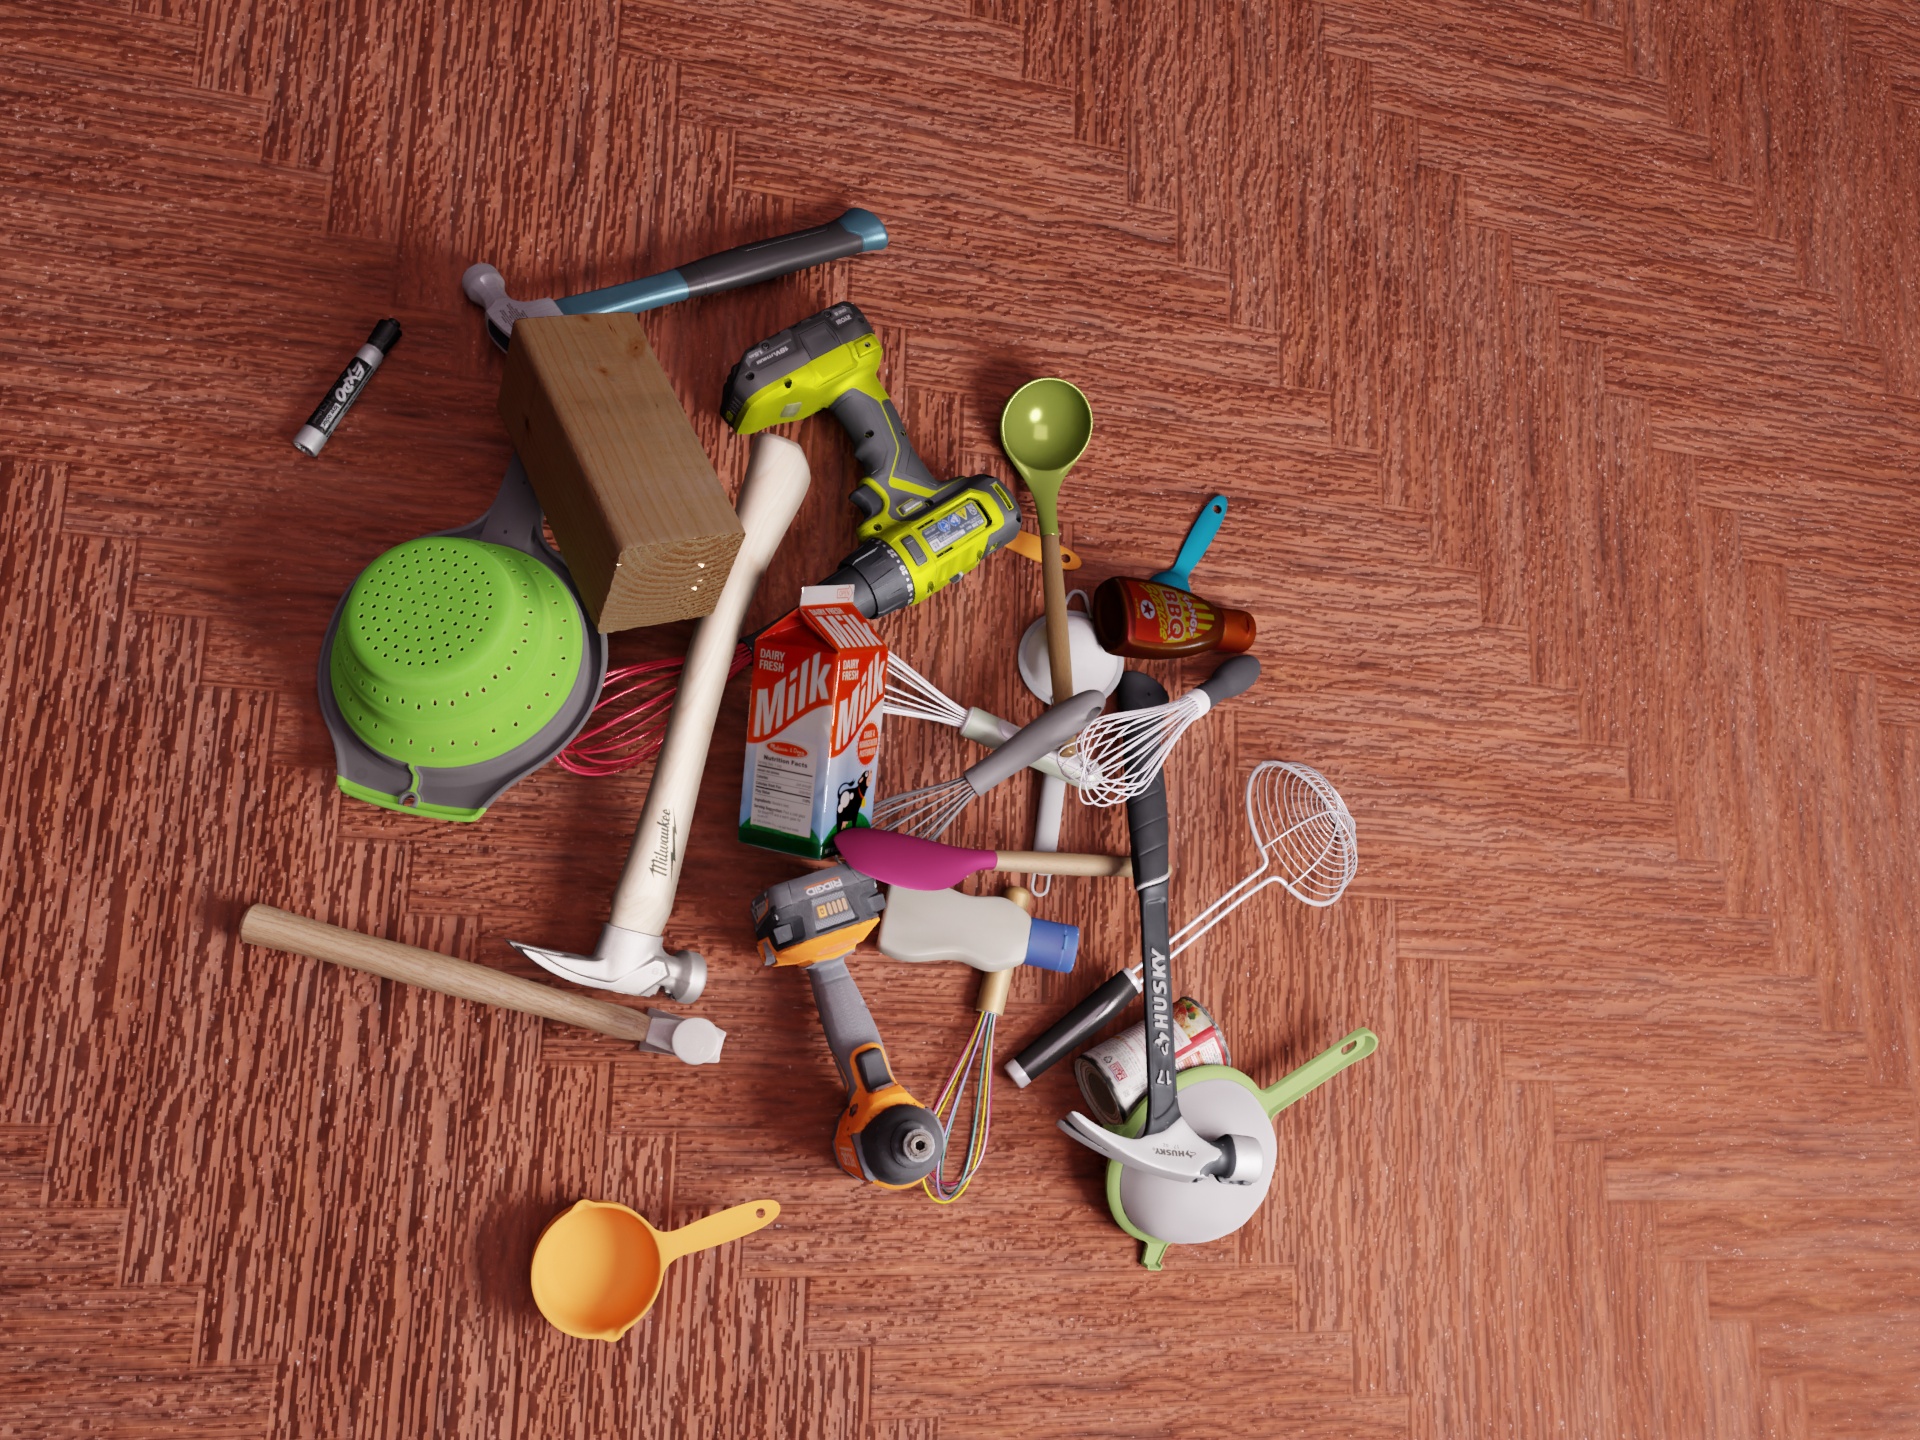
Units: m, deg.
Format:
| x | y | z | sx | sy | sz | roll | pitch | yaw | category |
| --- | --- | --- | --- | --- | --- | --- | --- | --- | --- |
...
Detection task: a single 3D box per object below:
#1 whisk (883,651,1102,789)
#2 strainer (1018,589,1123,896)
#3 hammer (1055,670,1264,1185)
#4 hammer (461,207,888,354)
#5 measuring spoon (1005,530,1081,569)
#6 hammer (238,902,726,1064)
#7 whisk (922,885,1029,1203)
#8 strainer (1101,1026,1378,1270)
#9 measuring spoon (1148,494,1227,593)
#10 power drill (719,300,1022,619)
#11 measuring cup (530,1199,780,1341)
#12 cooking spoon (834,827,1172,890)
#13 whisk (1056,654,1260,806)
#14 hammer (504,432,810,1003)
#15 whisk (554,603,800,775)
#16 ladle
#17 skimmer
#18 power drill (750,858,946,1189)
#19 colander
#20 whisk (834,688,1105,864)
| x | y | z | sx | sy | sz | roll | pitch | yaw | category |
| --- | --- | --- | --- | --- | --- | --- | --- | --- | --- |
| -0.002 | -0.004 | 1.232 | 0.246 | 0.059 | 0.058 | 24 | 46 | -5 | whisk |
| 0.081 | 0.013 | 1.276 | 0.087 | 0.050 | 0.258 | 8 | 80 | 0 | strainer |
| 0.142 | 0.141 | 1.209 | 0.149 | 0.036 | 0.409 | 11 | 58 | -17 | hammer |
| -0.207 | -0.346 | 1.244 | 0.331 | 0.033 | 0.128 | -24 | 62 | -24 | hammer |
| 0.048 | -0.150 | 1.311 | 0.117 | 0.011 | 0.021 | 20 | 74 | -13 | measuring spoon |
| -0.323 | 0.181 | 1.086 | 0.331 | 0.130 | 0.031 | 16 | 76 | -3 | hammer |
| 0.014 | 0.243 | 1.208 | 0.047 | 0.051 | 0.245 | 18 | 71 | -8 | whisk |
| 0.232 | 0.317 | 1.212 | 0.256 | 0.069 | 0.151 | -28 | 119 | -17 | strainer |
| 0.199 | -0.143 | 1.352 | 0.042 | 0.021 | 0.129 | 33 | 73 | -9 | measuring spoon |
| -0.085 | -0.190 | 1.232 | 0.190 | 0.080 | 0.228 | -34 | 88 | -25 | power drill |
| -0.213 | 0.365 | 1.106 | 0.173 | 0.052 | 0.095 | -14 | 84 | -22 | measuring cup |
| 0.043 | 0.106 | 1.200 | 0.318 | 0.069 | 0.017 | 7 | 120 | -37 | cooking spoon |
| 0.169 | -0.002 | 1.249 | 0.284 | 0.070 | 0.070 | -29 | 89 | -48 | whisk |
| -0.196 | -0.010 | 1.129 | 0.146 | 0.038 | 0.411 | 20 | 83 | -39 | hammer |
| -0.177 | -0.043 | 1.197 | 0.296 | 0.073 | 0.073 | -31 | 90 | -27 | whisk |
| 0.076 | -0.127 | 1.265 | 0.078 | 0.062 | 0.320 | 1 | 69 | -12 | ladle |
| 0.176 | 0.168 | 1.281 | 0.363 | 0.090 | 0.127 | -37 | 95 | -10 | skimmer |
| -0.073 | 0.218 | 1.121 | 0.084 | 0.164 | 0.226 | -16 | 83 | -18 | power drill |
| -0.334 | -0.131 | 1.120 | 0.204 | 0.094 | 0.397 | 12 | 68 | 5 | colander |
| 0.008 | 0.045 | 1.203 | 0.239 | 0.055 | 0.055 | -34 | 91 | 1 | whisk |
